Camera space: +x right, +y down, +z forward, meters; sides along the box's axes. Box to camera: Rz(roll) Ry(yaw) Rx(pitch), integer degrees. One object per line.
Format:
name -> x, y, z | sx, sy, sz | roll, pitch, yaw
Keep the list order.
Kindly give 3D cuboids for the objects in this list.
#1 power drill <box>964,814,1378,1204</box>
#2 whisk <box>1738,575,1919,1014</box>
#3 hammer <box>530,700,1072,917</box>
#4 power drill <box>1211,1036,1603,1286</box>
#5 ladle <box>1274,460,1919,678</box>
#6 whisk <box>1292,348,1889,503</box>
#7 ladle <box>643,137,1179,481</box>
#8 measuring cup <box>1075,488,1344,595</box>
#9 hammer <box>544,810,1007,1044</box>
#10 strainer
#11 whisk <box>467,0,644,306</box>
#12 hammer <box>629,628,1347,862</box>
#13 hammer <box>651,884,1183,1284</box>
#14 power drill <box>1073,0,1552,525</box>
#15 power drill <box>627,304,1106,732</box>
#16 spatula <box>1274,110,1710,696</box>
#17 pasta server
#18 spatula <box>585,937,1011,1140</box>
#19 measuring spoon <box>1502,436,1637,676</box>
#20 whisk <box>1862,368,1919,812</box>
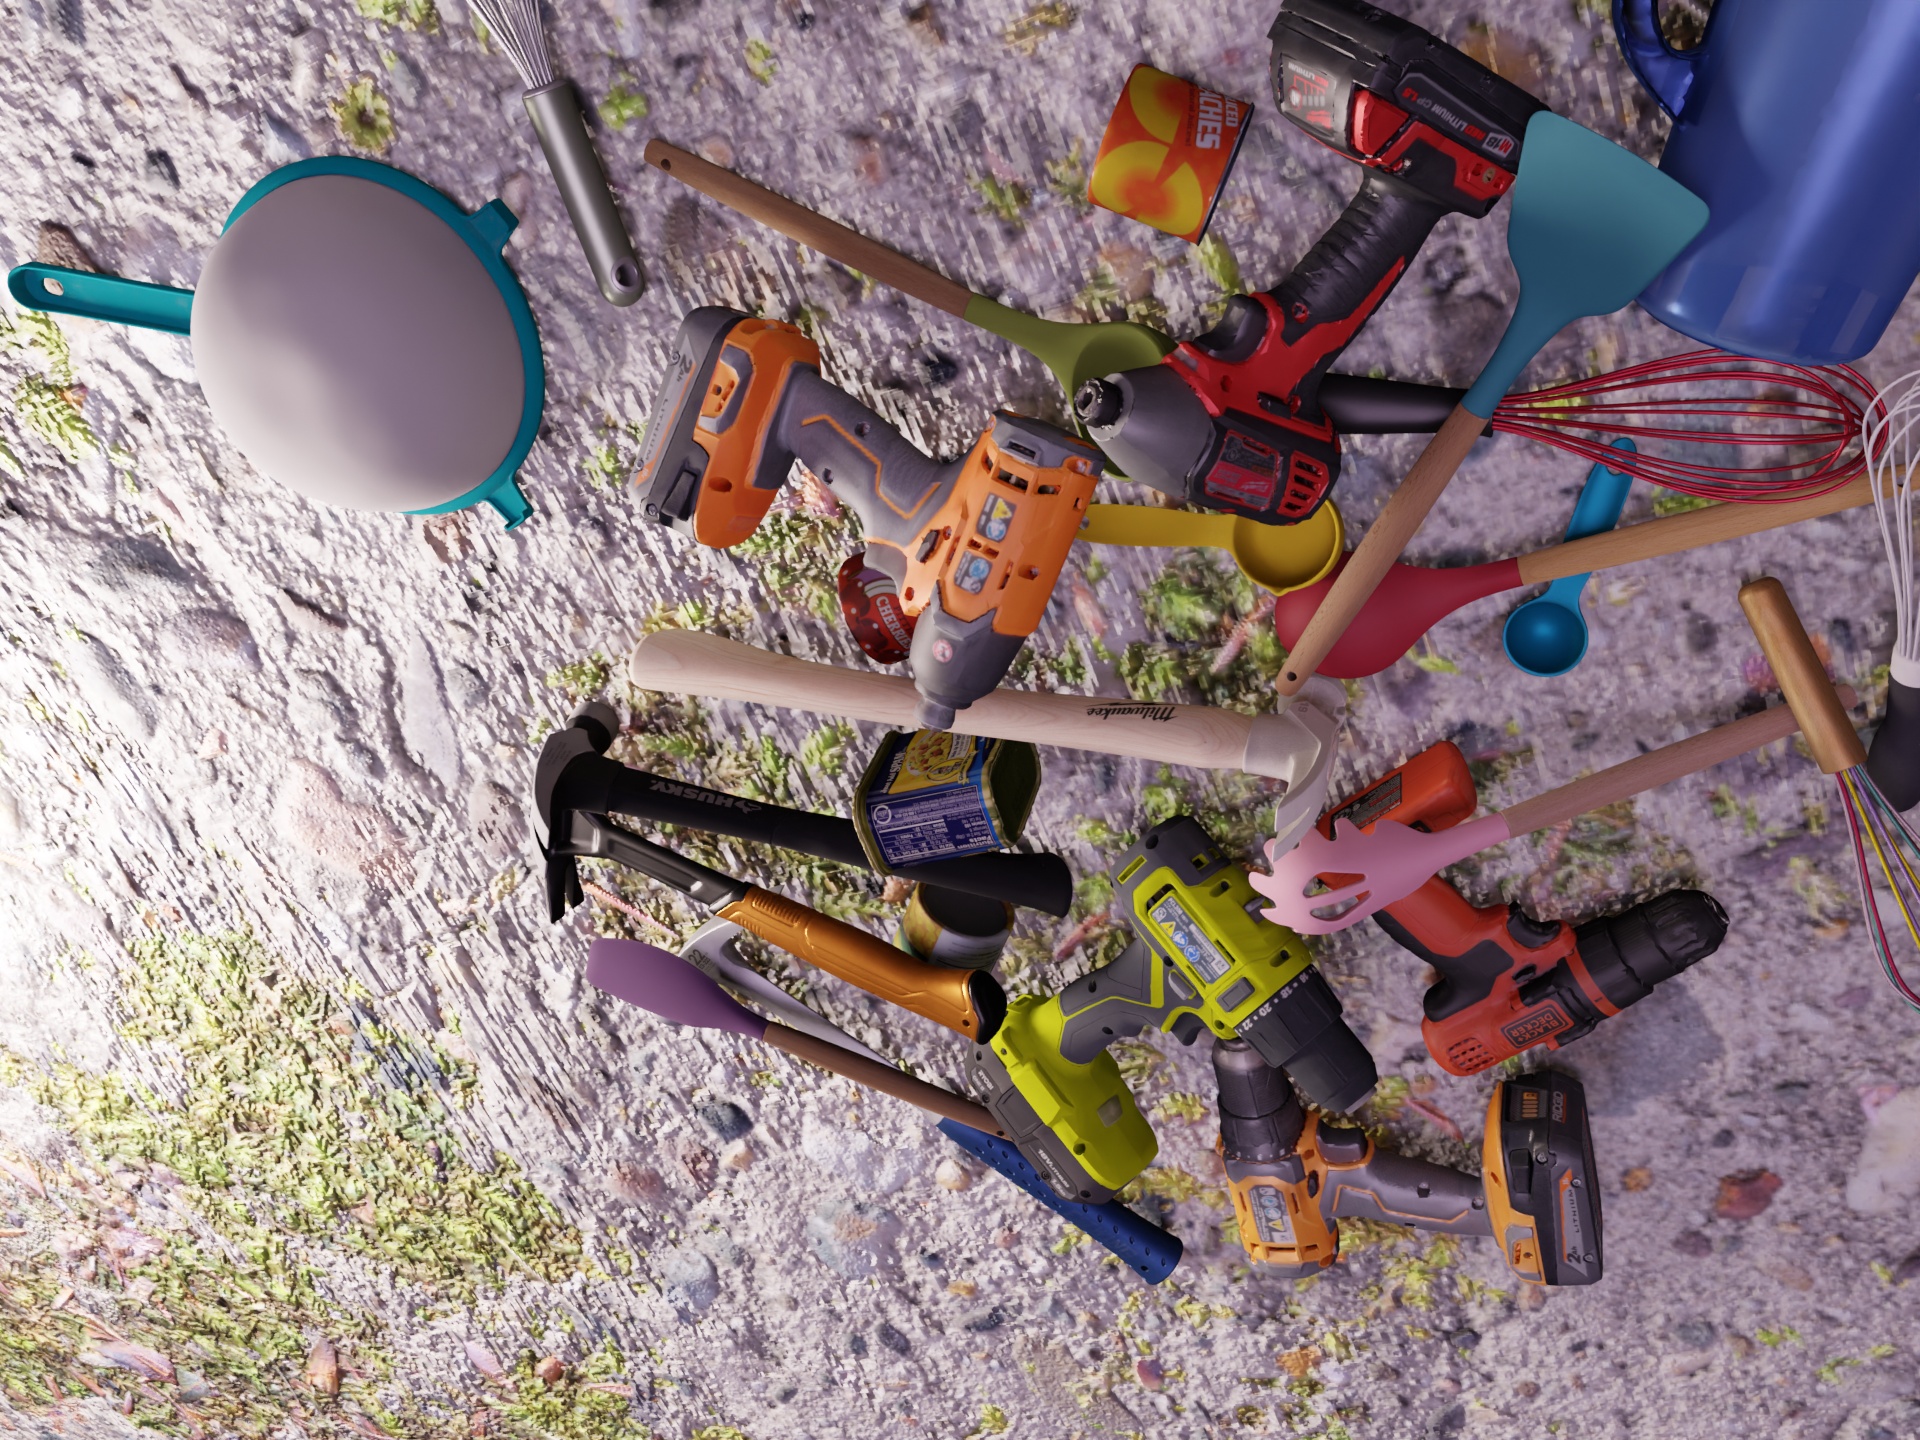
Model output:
power drill -> 0.123, 0.193, 0.959 | 0.191, 0.080, 0.228 | 51, 125, 14
whisk -> 0.446, 0.042, 0.785 | 0.245, 0.047, 0.051 | 66, 161, 4
hammer -> -0.096, 0.070, 0.964 | 0.335, 0.146, 0.035 | 13, 121, -1
power drill -> 0.270, 0.266, 0.989 | 0.226, 0.084, 0.185 | -6, 116, 25
ladle -> 0.305, -0.079, 0.788 | 0.315, 0.031, 0.069 | -14, 99, 27
whisk -> 0.275, -0.146, 0.758 | 0.296, 0.073, 0.073 | 7, 121, 20
ladle -> -0.023, -0.217, 0.806 | 0.320, 0.062, 0.078 | 27, 132, 3
measuring cup -> 0.128, -0.102, 0.848 | 0.156, 0.029, 0.062 | 8, 99, 27
hammer -> -0.125, 0.128, 1.002 | 0.337, 0.034, 0.127 | 21, 121, 21
strainer -> -0.411, -0.212, 0.901 | 0.340, 0.095, 0.210 | 12, 122, 8
whisk -> -0.216, -0.329, 0.808 | 0.059, 0.058, 0.246 | 17, 134, 48
hammer -> -0.001, -0.003, 0.886 | 0.411, 0.146, 0.038 | 8, 121, 18
hammer -> -0.017, 0.261, 1.095 | 0.405, 0.035, 0.144 | 35, 123, -5
power drill -> 0.146, -0.195, 0.705 | 0.143, 0.079, 0.219 | 10, 120, -35
power drill -> -0.054, -0.104, 0.816 | 0.226, 0.084, 0.164 | 27, 105, 18
spatula -> 0.221, -0.122, 0.741 | 0.082, 0.044, 0.317 | 38, 131, 14
pasta server -> 0.305, 0.042, 0.826 | 0.316, 0.040, 0.060 | -21, 104, 4
spatula -> -0.105, 0.215, 1.062 | 0.316, 0.018, 0.059 | 22, 123, 5
measuring spoon -> 0.315, -0.083, 0.809 | 0.042, 0.021, 0.128 | 23, 115, 18
whisk -> 0.445, -0.051, 0.732 | 0.070, 0.070, 0.284 | -5, 137, 19
